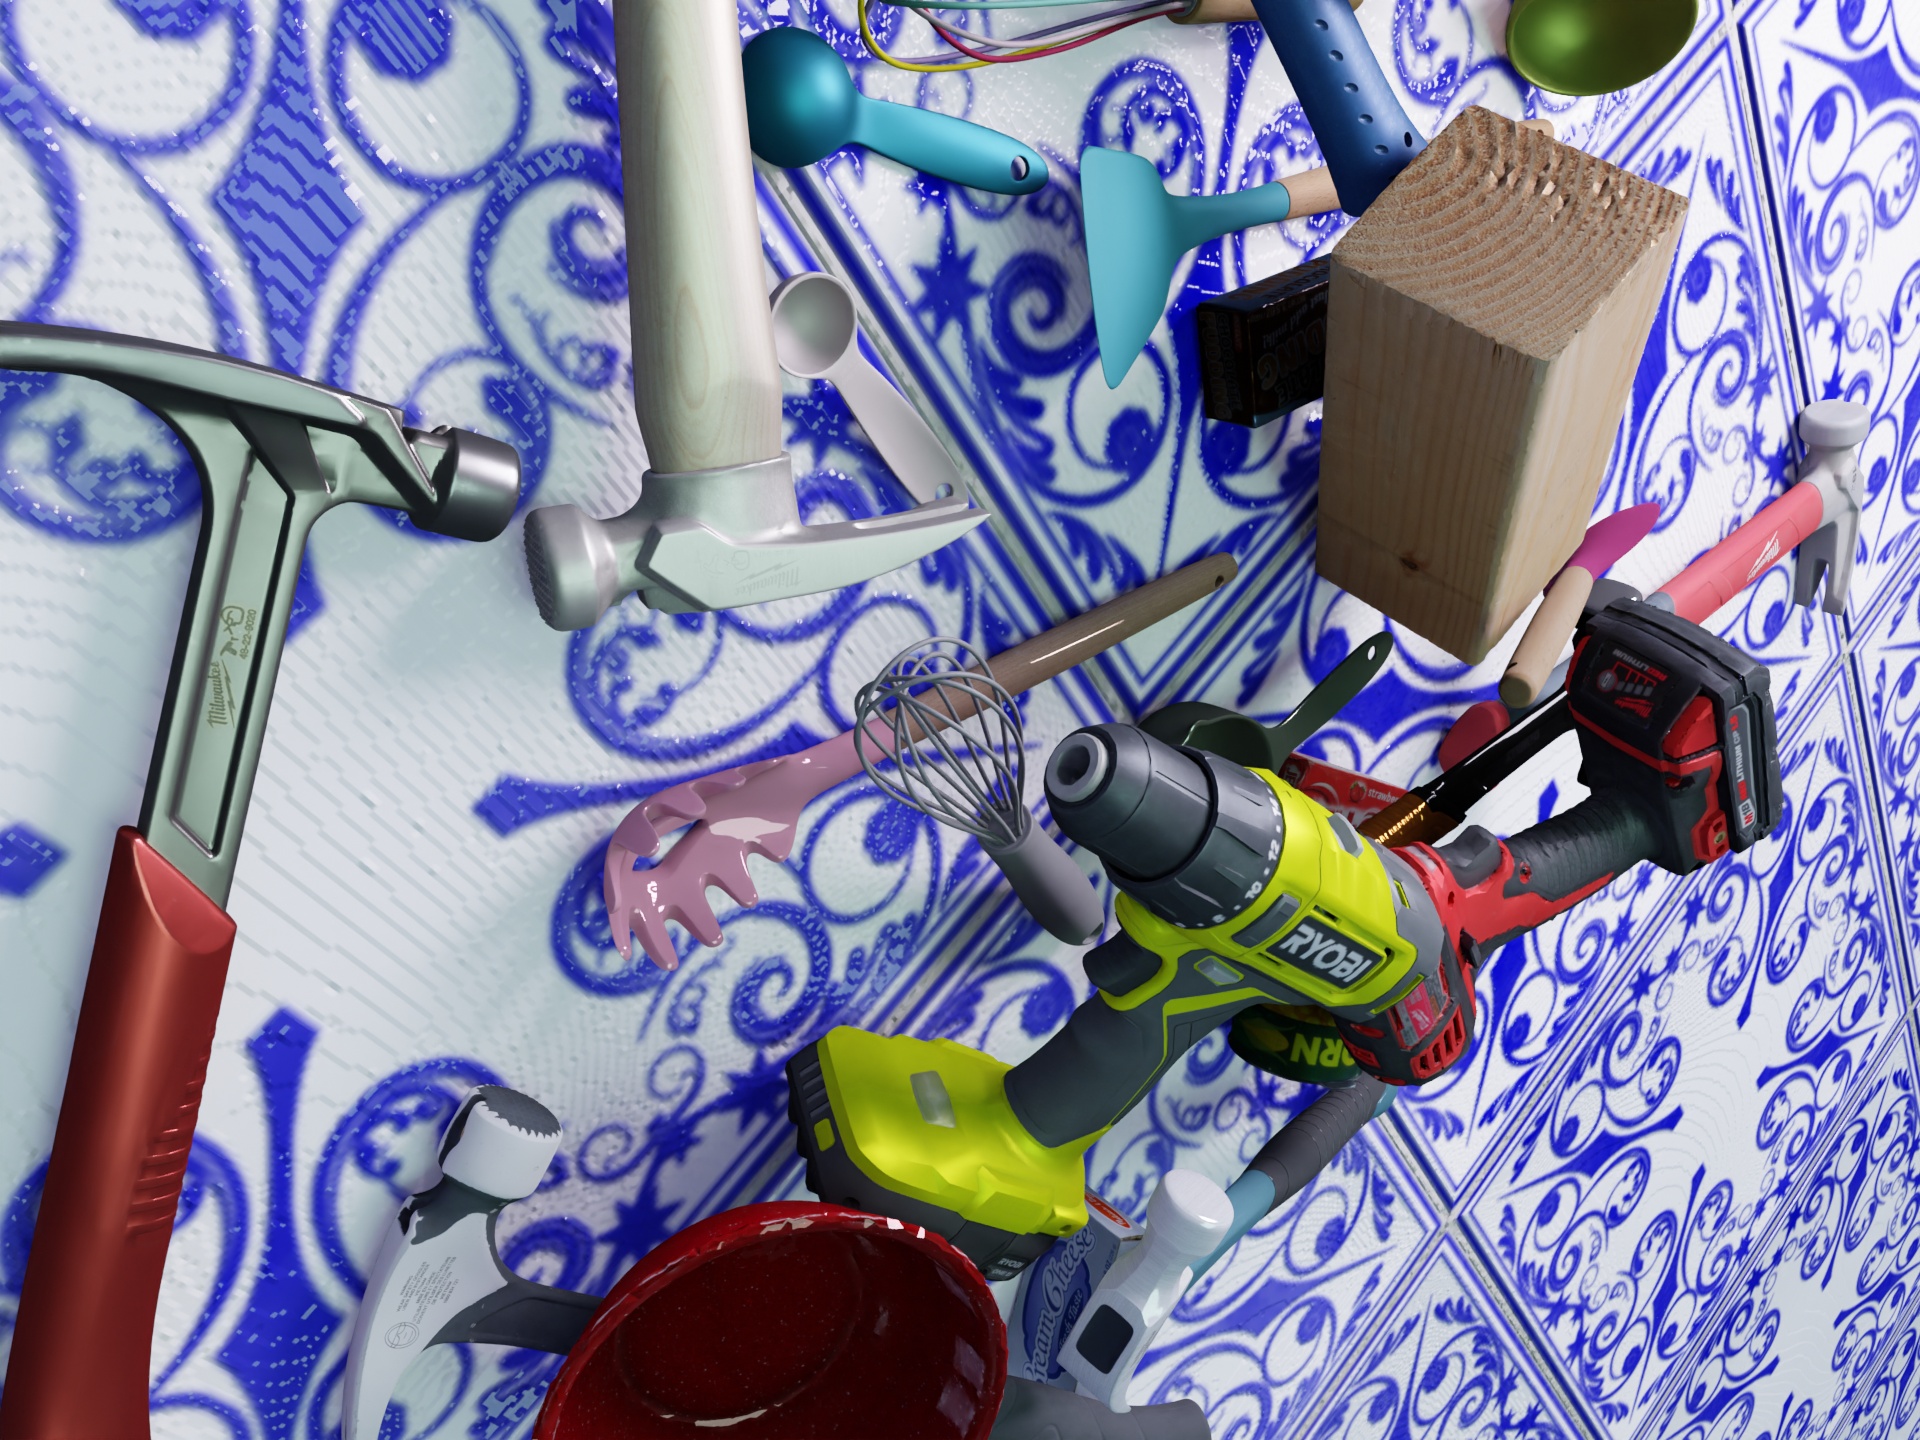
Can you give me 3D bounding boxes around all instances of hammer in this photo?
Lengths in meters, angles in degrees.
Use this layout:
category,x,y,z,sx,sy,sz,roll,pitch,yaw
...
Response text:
category,x,y,z,sx,sy,sz,roll,pitch,yaw
hammer,-0.073,-0.232,0.437,0.146,0.038,0.410,-12,113,-22
hammer,0.049,-0.316,0.476,0.405,0.035,0.144,47,56,-38
hammer,0.412,-0.049,0.924,0.386,0.038,0.143,-31,126,-27
hammer,0.209,0.058,0.752,0.337,0.034,0.127,-30,126,-24
hammer,-0.043,0.267,0.629,0.408,0.036,0.149,28,90,-33
hammer,0.139,0.213,0.729,0.331,0.033,0.128,-9,131,-58
hammer,-0.233,0.078,0.439,0.149,0.037,0.359,9,100,-41

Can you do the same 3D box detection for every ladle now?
category,x,y,z,sx,sy,sz,roll,pitch,yaw
ladle,0.201,-0.269,0.596,0.320,0.078,0.062,-26,99,-48

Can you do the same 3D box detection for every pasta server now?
category,x,y,z,sx,sy,sz,roll,pitch,yaw
pasta server,-0.001,-0.002,0.600,0.316,0.040,0.060,-27,134,-31

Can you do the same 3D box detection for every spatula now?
category,x,y,z,sx,sy,sz,roll,pitch,yaw
spatula,0.153,-0.212,0.642,0.317,0.044,0.082,-25,117,-32

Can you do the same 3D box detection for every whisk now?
category,x,y,z,sx,sy,sz,roll,pitch,yaw
whisk,0.064,-0.256,0.553,0.245,0.051,0.047,-21,113,-36
whisk,0.018,0.038,0.598,0.055,0.055,0.238,-53,149,-11

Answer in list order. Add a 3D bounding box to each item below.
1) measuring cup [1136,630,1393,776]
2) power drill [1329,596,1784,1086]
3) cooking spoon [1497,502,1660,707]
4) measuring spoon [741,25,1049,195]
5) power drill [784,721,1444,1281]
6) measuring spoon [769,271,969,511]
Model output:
category,x,y,z,sx,sy,sz,roll,pitch,yaw
measuring cup,0.131,0.004,0.712,0.167,0.038,0.083,-38,127,-25
power drill,0.243,0.051,0.690,0.219,0.079,0.143,-35,128,-7
cooking spoon,0.277,-0.058,0.725,0.017,0.068,0.319,53,32,2
measuring spoon,-0.015,-0.193,0.523,0.128,0.021,0.042,2,106,-38
power drill,0.043,0.102,0.582,0.228,0.080,0.190,-44,133,19
measuring spoon,-0.031,-0.108,0.552,0.034,0.018,0.124,-51,138,-7
